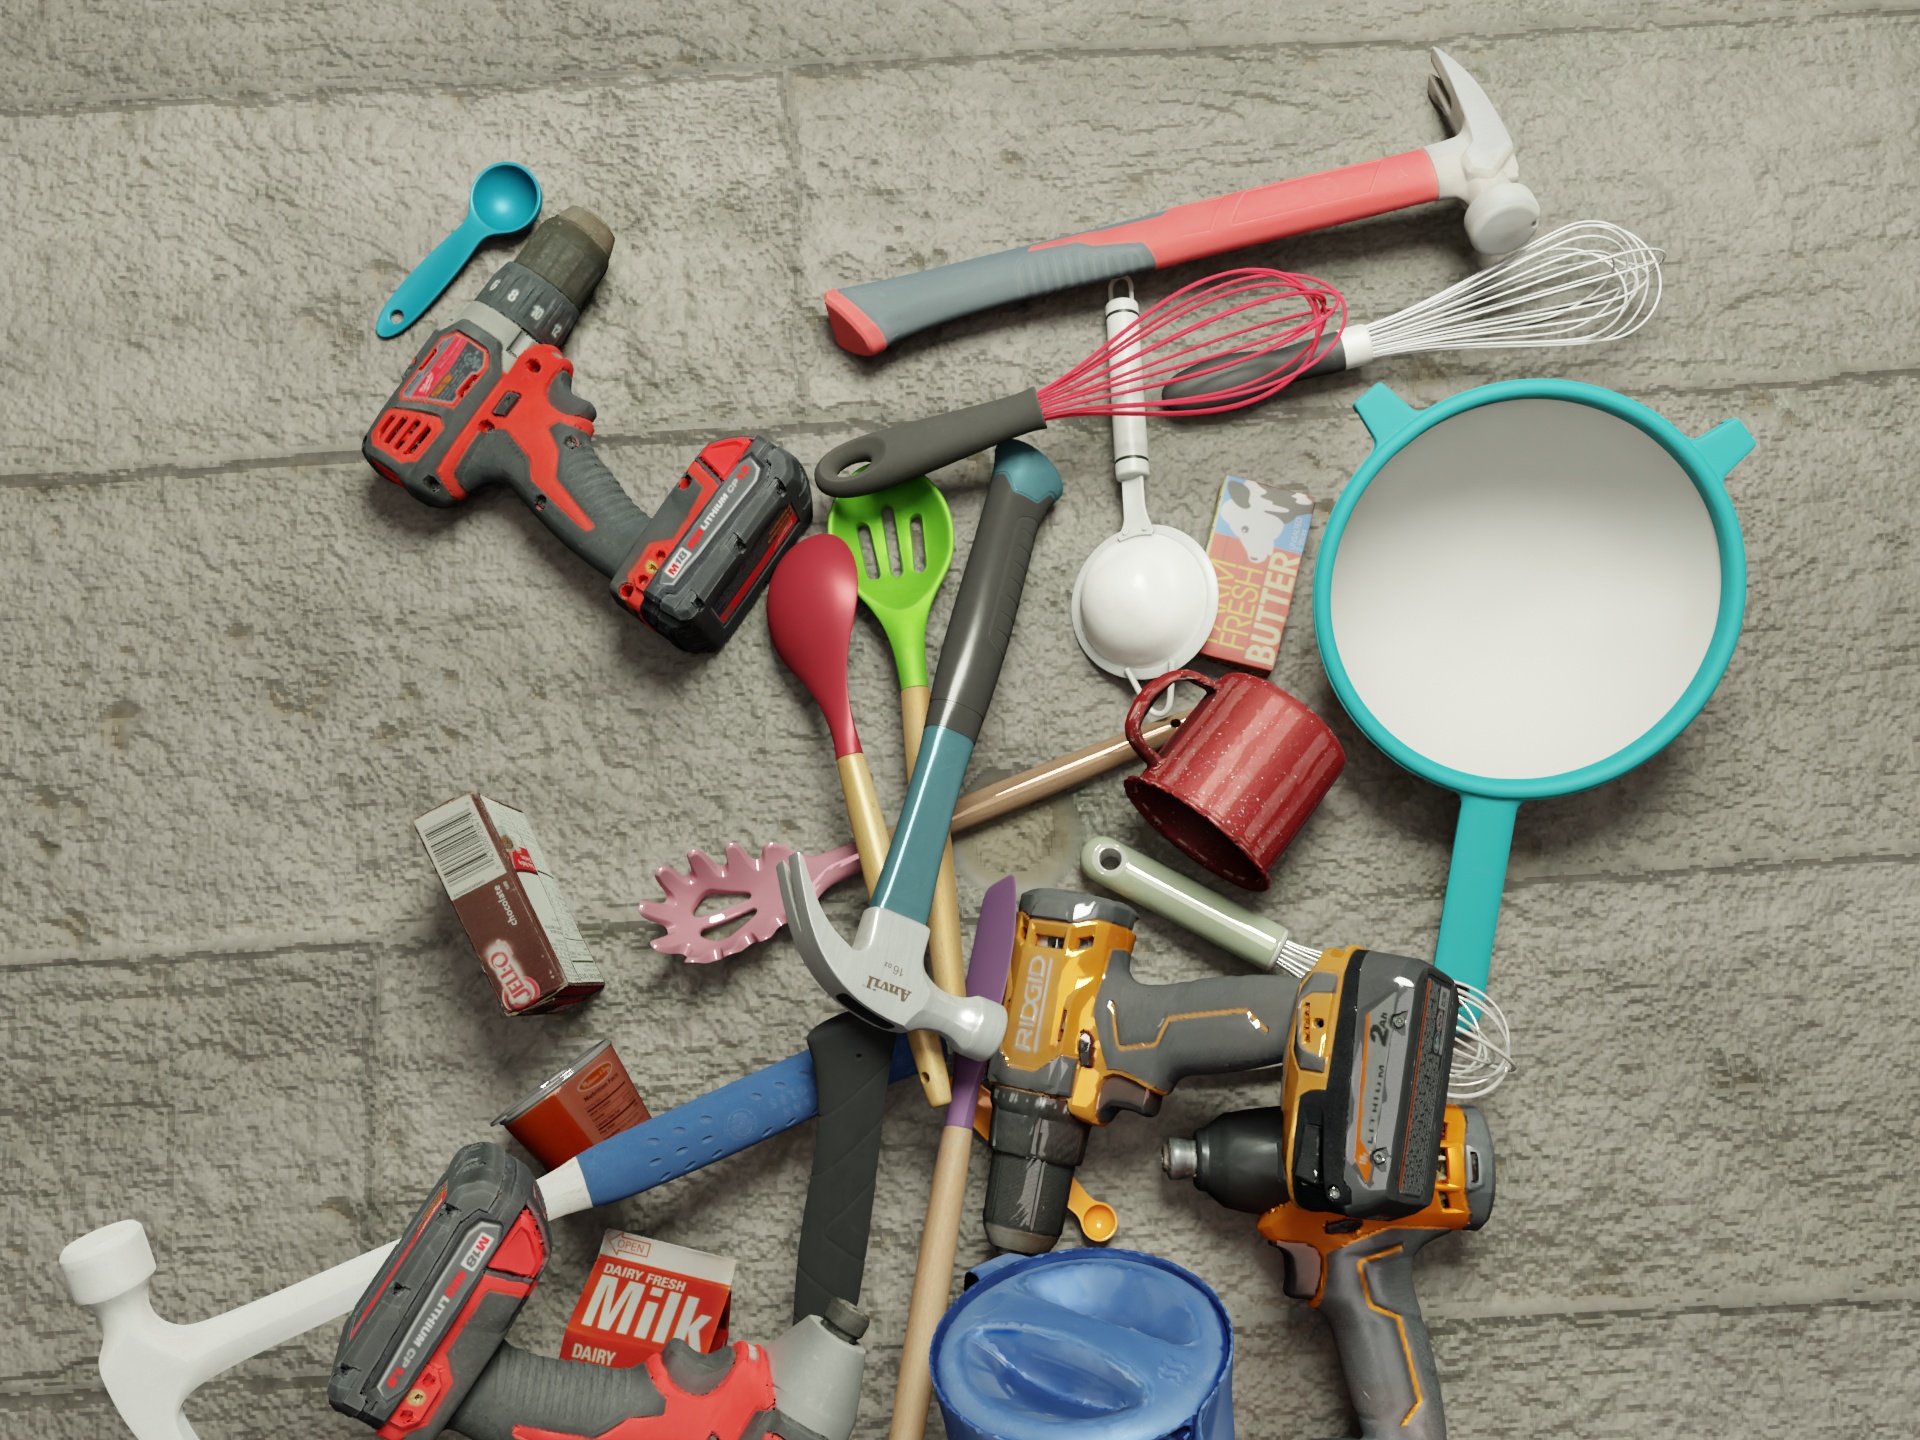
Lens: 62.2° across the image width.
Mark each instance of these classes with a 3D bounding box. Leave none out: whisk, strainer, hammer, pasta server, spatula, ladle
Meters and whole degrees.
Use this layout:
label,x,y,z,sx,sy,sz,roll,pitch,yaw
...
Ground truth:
label,x,y,z,sx,sy,sz,roll,pitch,yaw
whisk,0.251,-0.217,0.887,0.284,0.070,0.070,-15,81,3
strainer,0.093,-0.131,0.879,0.087,0.050,0.259,-10,72,28
strainer,0.280,-0.008,0.847,0.211,0.095,0.340,6,102,4
whisk,0.061,-0.174,0.850,0.296,0.073,0.073,-18,81,7
hammer,-0.068,0.344,0.776,0.149,0.036,0.409,7,88,-9
pasta server,-0.017,0.055,0.854,0.316,0.040,0.060,-22,71,-4
whisk,0.173,0.124,0.832,0.246,0.059,0.058,27,76,13
hammer,-0.190,0.232,0.765,0.405,0.035,0.144,-20,97,-22
spatula,-0.005,0.227,0.783,0.018,0.059,0.316,18,67,-16
hammer,-0.001,-0.003,0.821,0.128,0.033,0.331,24,64,-17
hammer,0.111,-0.282,0.898,0.386,0.038,0.143,-13,57,3
ladle,-0.051,0.044,0.826,0.069,0.031,0.316,-29,69,36

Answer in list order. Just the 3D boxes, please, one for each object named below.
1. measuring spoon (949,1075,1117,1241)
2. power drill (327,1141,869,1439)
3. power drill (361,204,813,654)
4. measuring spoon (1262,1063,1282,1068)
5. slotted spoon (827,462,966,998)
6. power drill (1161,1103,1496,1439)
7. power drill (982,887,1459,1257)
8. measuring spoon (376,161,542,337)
label,x,y,z,sx,sy,sz,roll,pitch,yaw
measuring spoon,0.036,0.230,0.841,0.117,0.011,0.021,42,70,10
power drill,-0.150,0.286,0.705,0.219,0.078,0.143,35,79,-13
power drill,-0.191,-0.163,0.873,0.227,0.080,0.188,33,82,8
measuring spoon,0.150,0.177,0.848,0.124,0.018,0.034,-3,79,7
slotted spoon,-0.023,0.009,0.845,0.070,0.031,0.314,-8,72,0
power drill,0.182,0.305,0.793,0.164,0.084,0.227,2,77,2
power drill,0.111,0.184,0.771,0.226,0.084,0.185,4,75,35
measuring spoon,-0.290,-0.268,0.922,0.042,0.021,0.128,44,93,6
